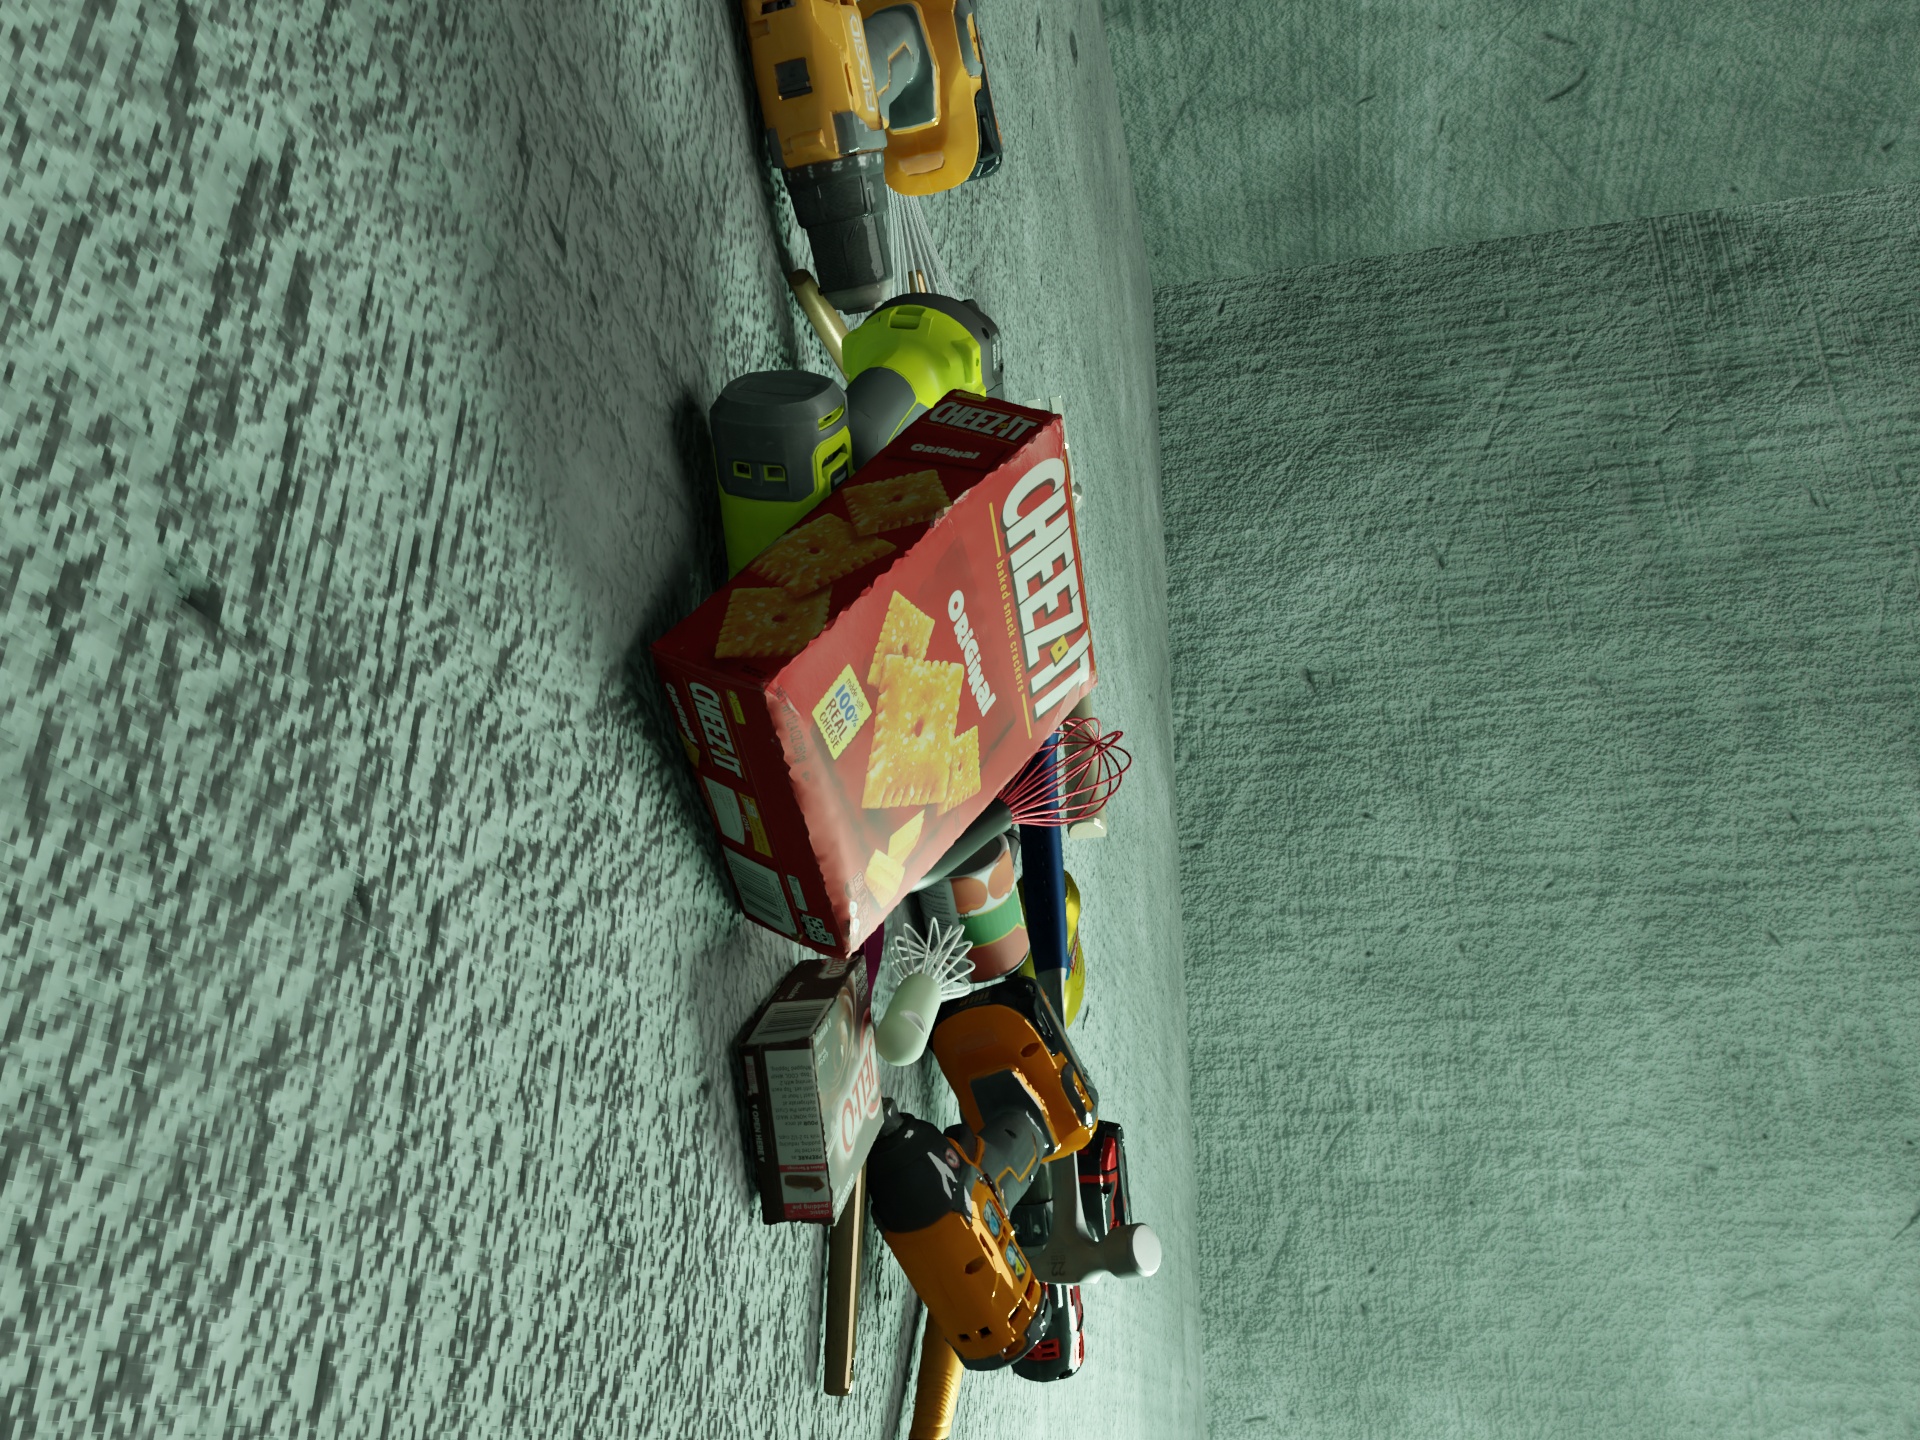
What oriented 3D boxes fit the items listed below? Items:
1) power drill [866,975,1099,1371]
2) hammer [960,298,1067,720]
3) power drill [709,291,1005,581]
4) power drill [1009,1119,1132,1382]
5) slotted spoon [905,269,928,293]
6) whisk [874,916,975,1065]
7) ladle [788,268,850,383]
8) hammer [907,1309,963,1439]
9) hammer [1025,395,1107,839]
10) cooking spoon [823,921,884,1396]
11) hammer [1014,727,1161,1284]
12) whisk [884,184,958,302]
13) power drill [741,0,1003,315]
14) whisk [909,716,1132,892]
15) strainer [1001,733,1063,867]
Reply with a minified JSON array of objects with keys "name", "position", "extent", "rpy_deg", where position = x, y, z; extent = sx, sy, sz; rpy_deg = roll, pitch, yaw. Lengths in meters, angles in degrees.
[{"name":"power drill","position":[0.009,0.248,0.954],"extent":[0.164,0.084,0.226],"rpy_deg":[62,22,-14]},{"name":"hammer","position":[0.034,-0.157,1.226],"extent":[0.146,0.035,0.334],"rpy_deg":[-91,168,-80]},{"name":"power drill","position":[-0.049,-0.114,0.804],"extent":[0.223,0.080,0.171],"rpy_deg":[-55,148,-53]},{"name":"power drill","position":[0.076,0.385,1.257],"extent":[0.226,0.080,0.188],"rpy_deg":[-22,107,-74]},{"name":"slotted spoon","position":[-0.004,-0.187,1.219],"extent":[0.070,0.031,0.313],"rpy_deg":[-87,166,-66]},{"name":"whisk","position":[-0.023,0.150,0.878],"extent":[0.058,0.059,0.246],"rpy_deg":[44,4,1]},{"name":"ladle","position":[-0.046,-0.171,1.008],"extent":[0.319,0.062,0.078],"rpy_deg":[53,36,-56]},{"name":"hammer","position":[-0.017,0.387,0.913],"extent":[0.337,0.034,0.127],"rpy_deg":[-76,159,-57]},{"name":"hammer","position":[0.092,-0.089,1.368],"extent":[0.146,0.038,0.411],"rpy_deg":[70,15,-56]},{"name":"cooking spoon","position":[-0.057,0.186,0.844],"extent":[0.068,0.017,0.319],"rpy_deg":[71,18,-61]},{"name":"hammer","position":[0.061,0.193,1.143],"extent":[0.035,0.144,0.406],"rpy_deg":[21,56,-41]},{"name":"whisk","position":[-0.038,-0.336,1.064],"extent":[0.070,0.070,0.284],"rpy_deg":[-31,110,-77]},{"name":"power drill","position":[-0.045,-0.340,0.919],"extent":[0.226,0.084,0.185],"rpy_deg":[-47,129,-62]},{"name":"whisk","position":[0.031,0.054,1.005],"extent":[0.296,0.073,0.073],"rpy_deg":[-26,112,-57]},{"name":"strainer","position":[0.039,0.089,1.278],"extent":[0.259,0.050,0.086],"rpy_deg":[-72,171,-49]}]
